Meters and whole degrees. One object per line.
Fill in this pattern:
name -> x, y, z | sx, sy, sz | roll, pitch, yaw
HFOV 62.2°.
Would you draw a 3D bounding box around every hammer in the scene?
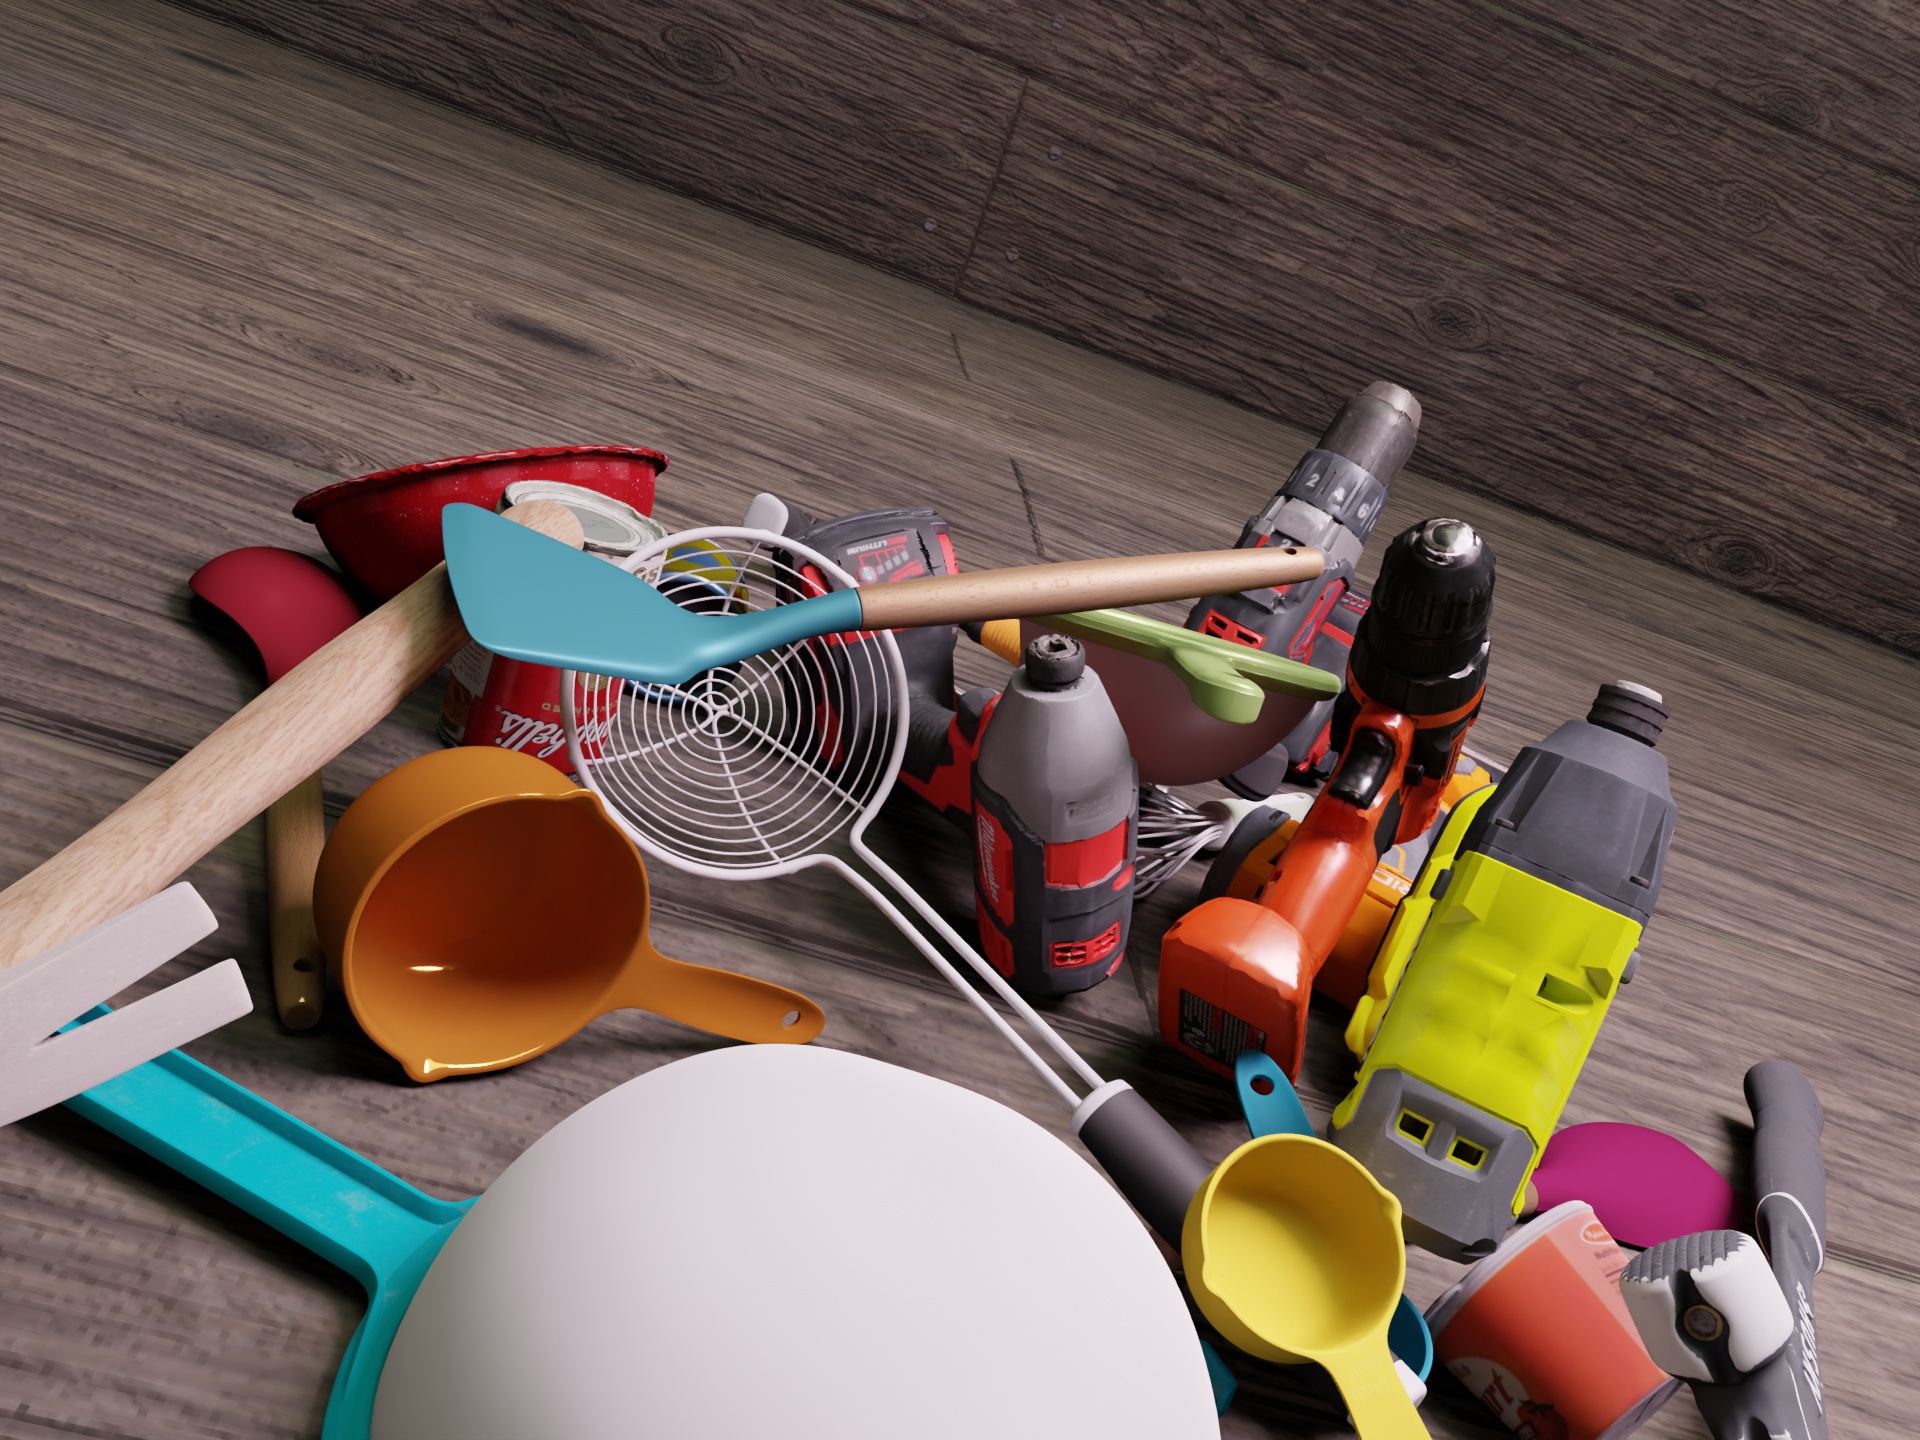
hammer -> 0.296, 0.193, 0.561 | 0.409, 0.036, 0.149 | -6, 71, -63
hammer -> 0.032, -0.041, 0.857 | 0.337, 0.034, 0.127 | 30, 8, 34
hammer -> -0.187, 0.006, 0.437 | 0.130, 0.031, 0.331 | -7, 25, 19

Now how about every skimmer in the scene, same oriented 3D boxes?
skimmer -> 0.003, 0.068, 0.505 | 0.127, 0.090, 0.364 | -34, 55, -22

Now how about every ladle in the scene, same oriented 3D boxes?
ladle -> -0.240, 0.005, 0.568 | 0.069, 0.031, 0.316 | 9, 25, -29

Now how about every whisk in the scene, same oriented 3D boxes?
whisk -> 0.120, 0.052, 0.783 | 0.058, 0.059, 0.246 | 2, 2, 35

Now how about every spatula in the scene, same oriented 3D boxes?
spatula -> -0.010, -0.049, 0.547 | 0.317, 0.044, 0.082 | -7, 40, -20

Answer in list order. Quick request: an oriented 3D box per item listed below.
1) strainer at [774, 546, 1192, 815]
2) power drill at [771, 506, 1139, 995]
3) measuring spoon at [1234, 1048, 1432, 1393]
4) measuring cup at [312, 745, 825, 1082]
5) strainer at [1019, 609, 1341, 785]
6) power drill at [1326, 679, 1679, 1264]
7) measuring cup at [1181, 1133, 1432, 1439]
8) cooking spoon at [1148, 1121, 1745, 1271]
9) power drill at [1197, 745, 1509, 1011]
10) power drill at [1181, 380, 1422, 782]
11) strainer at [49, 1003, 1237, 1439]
strainer -> 0.006, -0.009, 0.826 | 0.258, 0.050, 0.087 | 28, 9, 1
power drill -> -0.001, -0.002, 0.654 | 0.078, 0.143, 0.220 | -16, 34, -22
measuring spoon -> 0.109, 0.160, 0.504 | 0.042, 0.021, 0.129 | -3, 39, -10
measuring cup -> -0.114, 0.066, 0.489 | 0.173, 0.095, 0.052 | 29, 3, -44
strainer -> 0.085, -0.001, 0.648 | 0.151, 0.069, 0.256 | 15, 8, -1
power drill -> 0.187, 0.079, 0.544 | 0.080, 0.171, 0.223 | 25, 1, 17
measuring cup -> 0.105, 0.185, 0.408 | 0.062, 0.029, 0.157 | -14, 67, -22
cooking spoon -> 0.189, 0.175, 0.578 | 0.318, 0.017, 0.069 | 5, 29, -35
power drill -> 0.227, 0.082, 0.768 | 0.164, 0.084, 0.226 | 31, 26, 21
power drill -> 0.199, -0.069, 0.883 | 0.080, 0.188, 0.226 | 31, -3, 23
strainer -> -0.080, 0.111, 0.362 | 0.340, 0.095, 0.211 | 26, 21, 8
